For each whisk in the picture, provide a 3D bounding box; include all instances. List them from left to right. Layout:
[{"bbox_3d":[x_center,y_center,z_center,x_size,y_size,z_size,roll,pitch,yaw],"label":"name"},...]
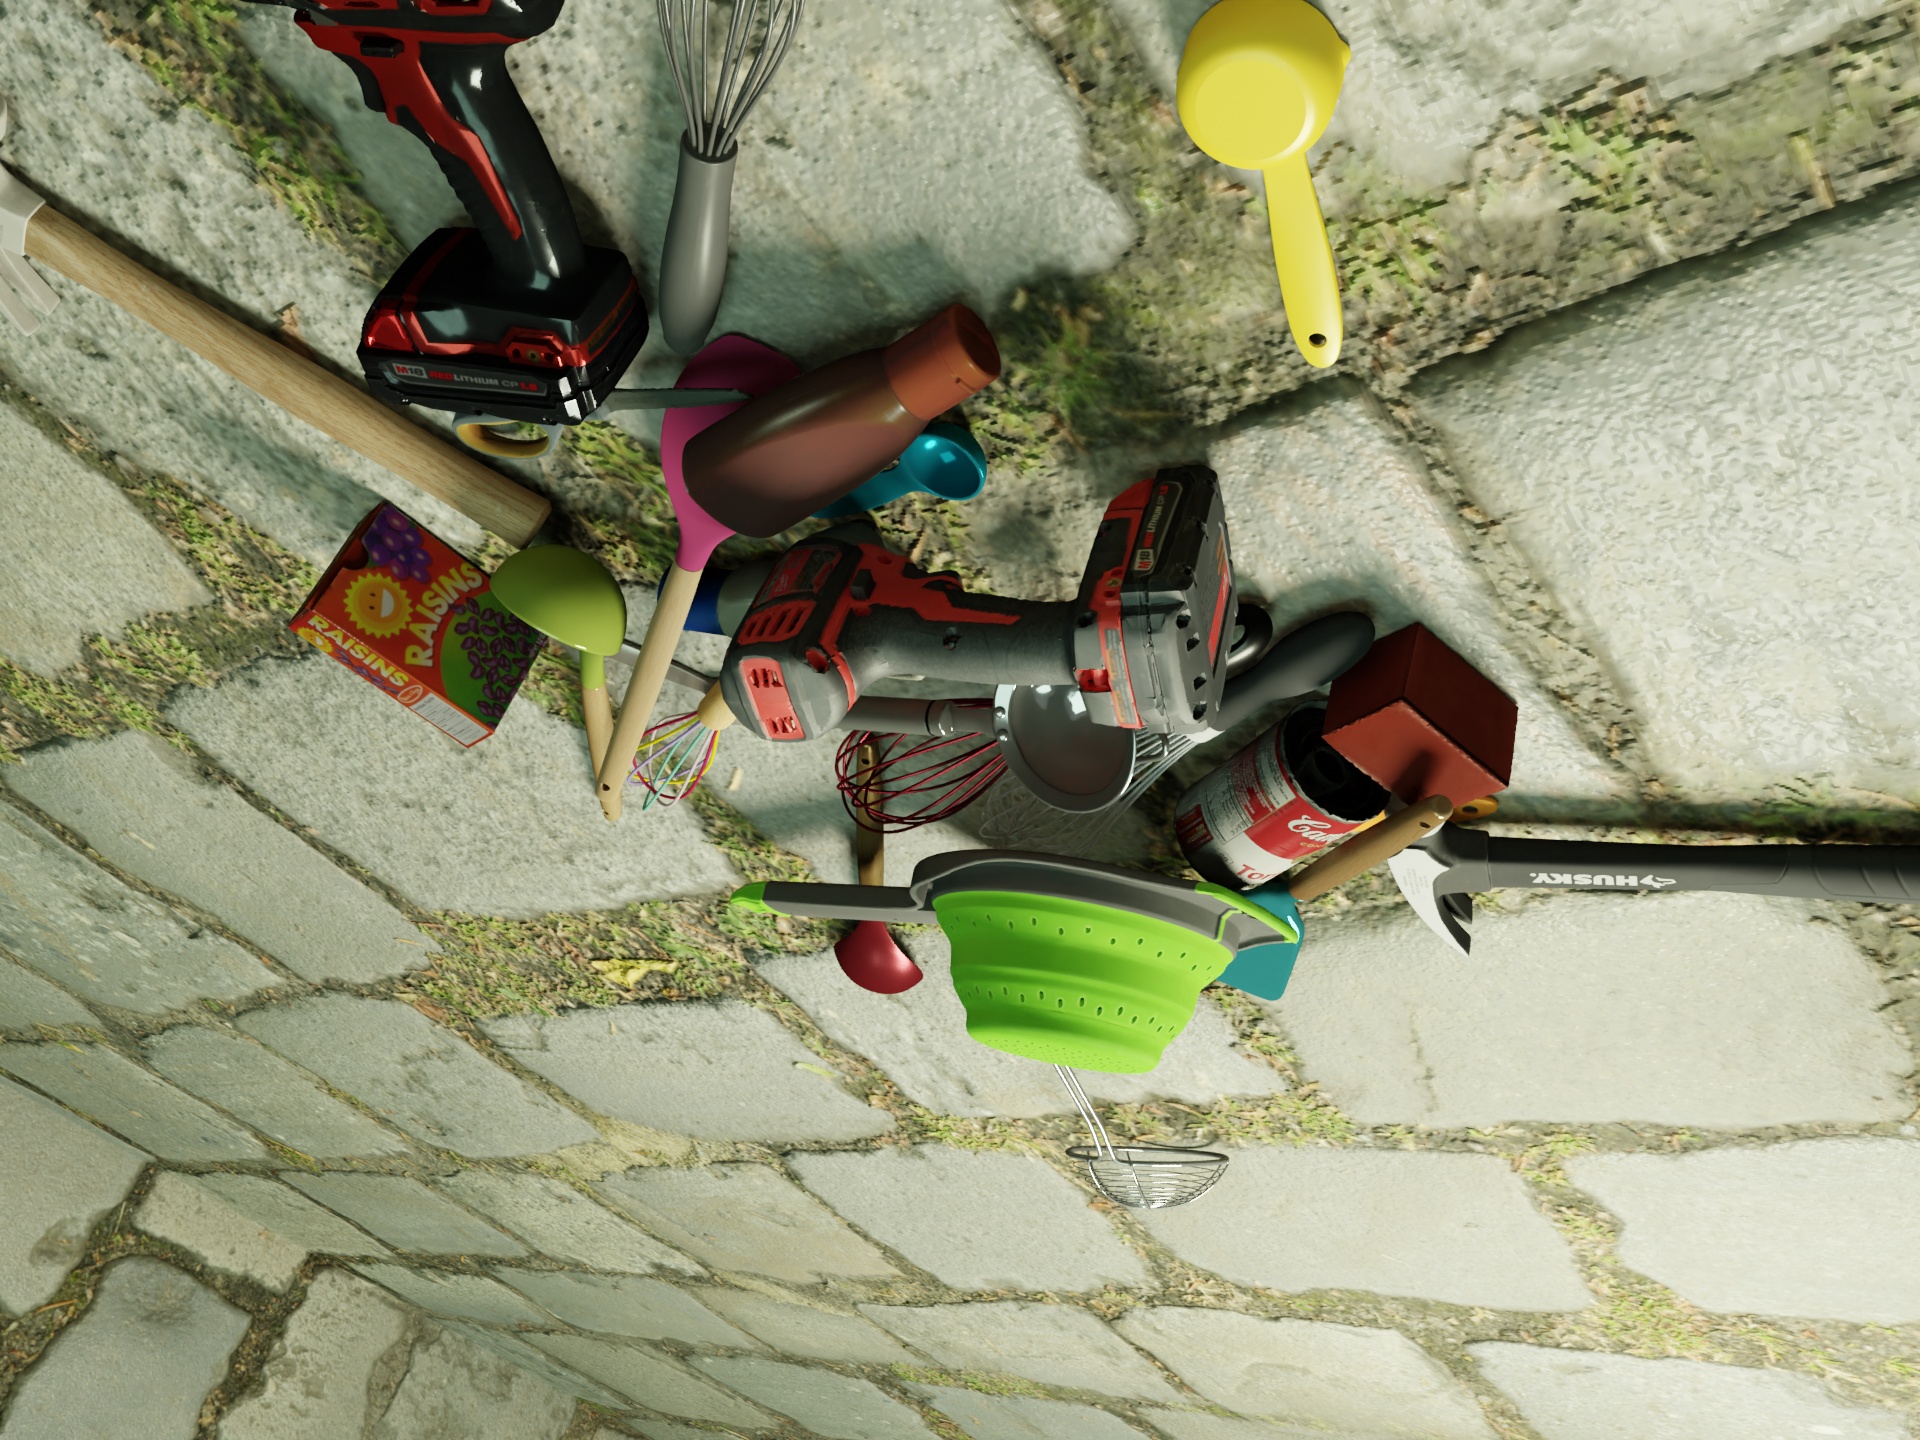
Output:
[{"bbox_3d":[-0.152,0.003,0.923,0.047,0.051,0.245,39,150,-8],"label":"whisk"},{"bbox_3d":[-0.098,-0.224,0.627,0.055,0.055,0.238,22,149,-3],"label":"whisk"},{"bbox_3d":[0.038,-0.002,0.848,0.296,0.073,0.073,-23,127,37],"label":"whisk"},{"bbox_3d":[0.105,0.011,0.840,0.070,0.070,0.284,35,137,-21],"label":"whisk"}]

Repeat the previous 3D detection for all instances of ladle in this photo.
[{"bbox_3d":[-0.230,-0.004,0.967,0.078,0.062,0.320,35,152,11],"label":"ladle"},{"bbox_3d":[-0.058,0.108,1.071,0.069,0.031,0.315,14,143,9],"label":"ladle"}]

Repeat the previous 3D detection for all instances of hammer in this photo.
[{"bbox_3d":[-0.366,-0.185,0.820,0.331,0.031,0.130,31,143,-16],"label":"hammer"},{"bbox_3d":[0.390,0.078,0.800,0.335,0.035,0.146,0,145,24],"label":"hammer"}]

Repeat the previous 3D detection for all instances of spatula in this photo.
[{"bbox_3d":[0.197,0.098,0.884,0.082,0.044,0.317,25,159,0],"label":"spatula"}]

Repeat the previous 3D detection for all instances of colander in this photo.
[{"bbox_3d":[0.000,0.149,0.958,0.397,0.094,0.204,-3,158,38],"label":"colander"}]

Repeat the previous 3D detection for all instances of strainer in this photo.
[{"bbox_3d":[-0.001,-0.003,0.815,0.258,0.050,0.087,4,107,32],"label":"strainer"}]

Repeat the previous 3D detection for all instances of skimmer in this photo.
[{"bbox_3d":[0.092,0.245,1.179,0.127,0.090,0.363,-5,128,34],"label":"skimmer"}]

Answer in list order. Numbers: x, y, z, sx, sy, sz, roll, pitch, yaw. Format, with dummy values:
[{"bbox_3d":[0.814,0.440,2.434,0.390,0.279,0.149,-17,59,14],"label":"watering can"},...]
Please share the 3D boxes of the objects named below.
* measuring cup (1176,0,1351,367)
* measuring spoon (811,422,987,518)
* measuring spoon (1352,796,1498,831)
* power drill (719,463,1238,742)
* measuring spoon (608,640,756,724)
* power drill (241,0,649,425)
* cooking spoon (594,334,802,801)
[{"bbox_3d":[0.119,-0.186,0.584,0.062,0.029,0.156,0,139,26],"label":"measuring cup"},{"bbox_3d":[-0.035,-0.120,0.767,0.129,0.021,0.042,-7,136,46],"label":"measuring spoon"},{"bbox_3d":[0.236,0.056,0.869,0.117,0.011,0.021,-12,134,37],"label":"measuring spoon"},{"bbox_3d":[0.010,-0.054,0.730,0.220,0.143,0.078,-2,127,19],"label":"power drill"},{"bbox_3d":[-0.179,-0.025,0.955,0.124,0.018,0.034,23,145,-3],"label":"measuring spoon"},{"bbox_3d":[-0.232,-0.239,0.648,0.188,0.080,0.226,10,141,13],"label":"power drill"},{"bbox_3d":[-0.149,-0.064,0.830,0.068,0.017,0.318,25,129,-5],"label":"cooking spoon"}]
